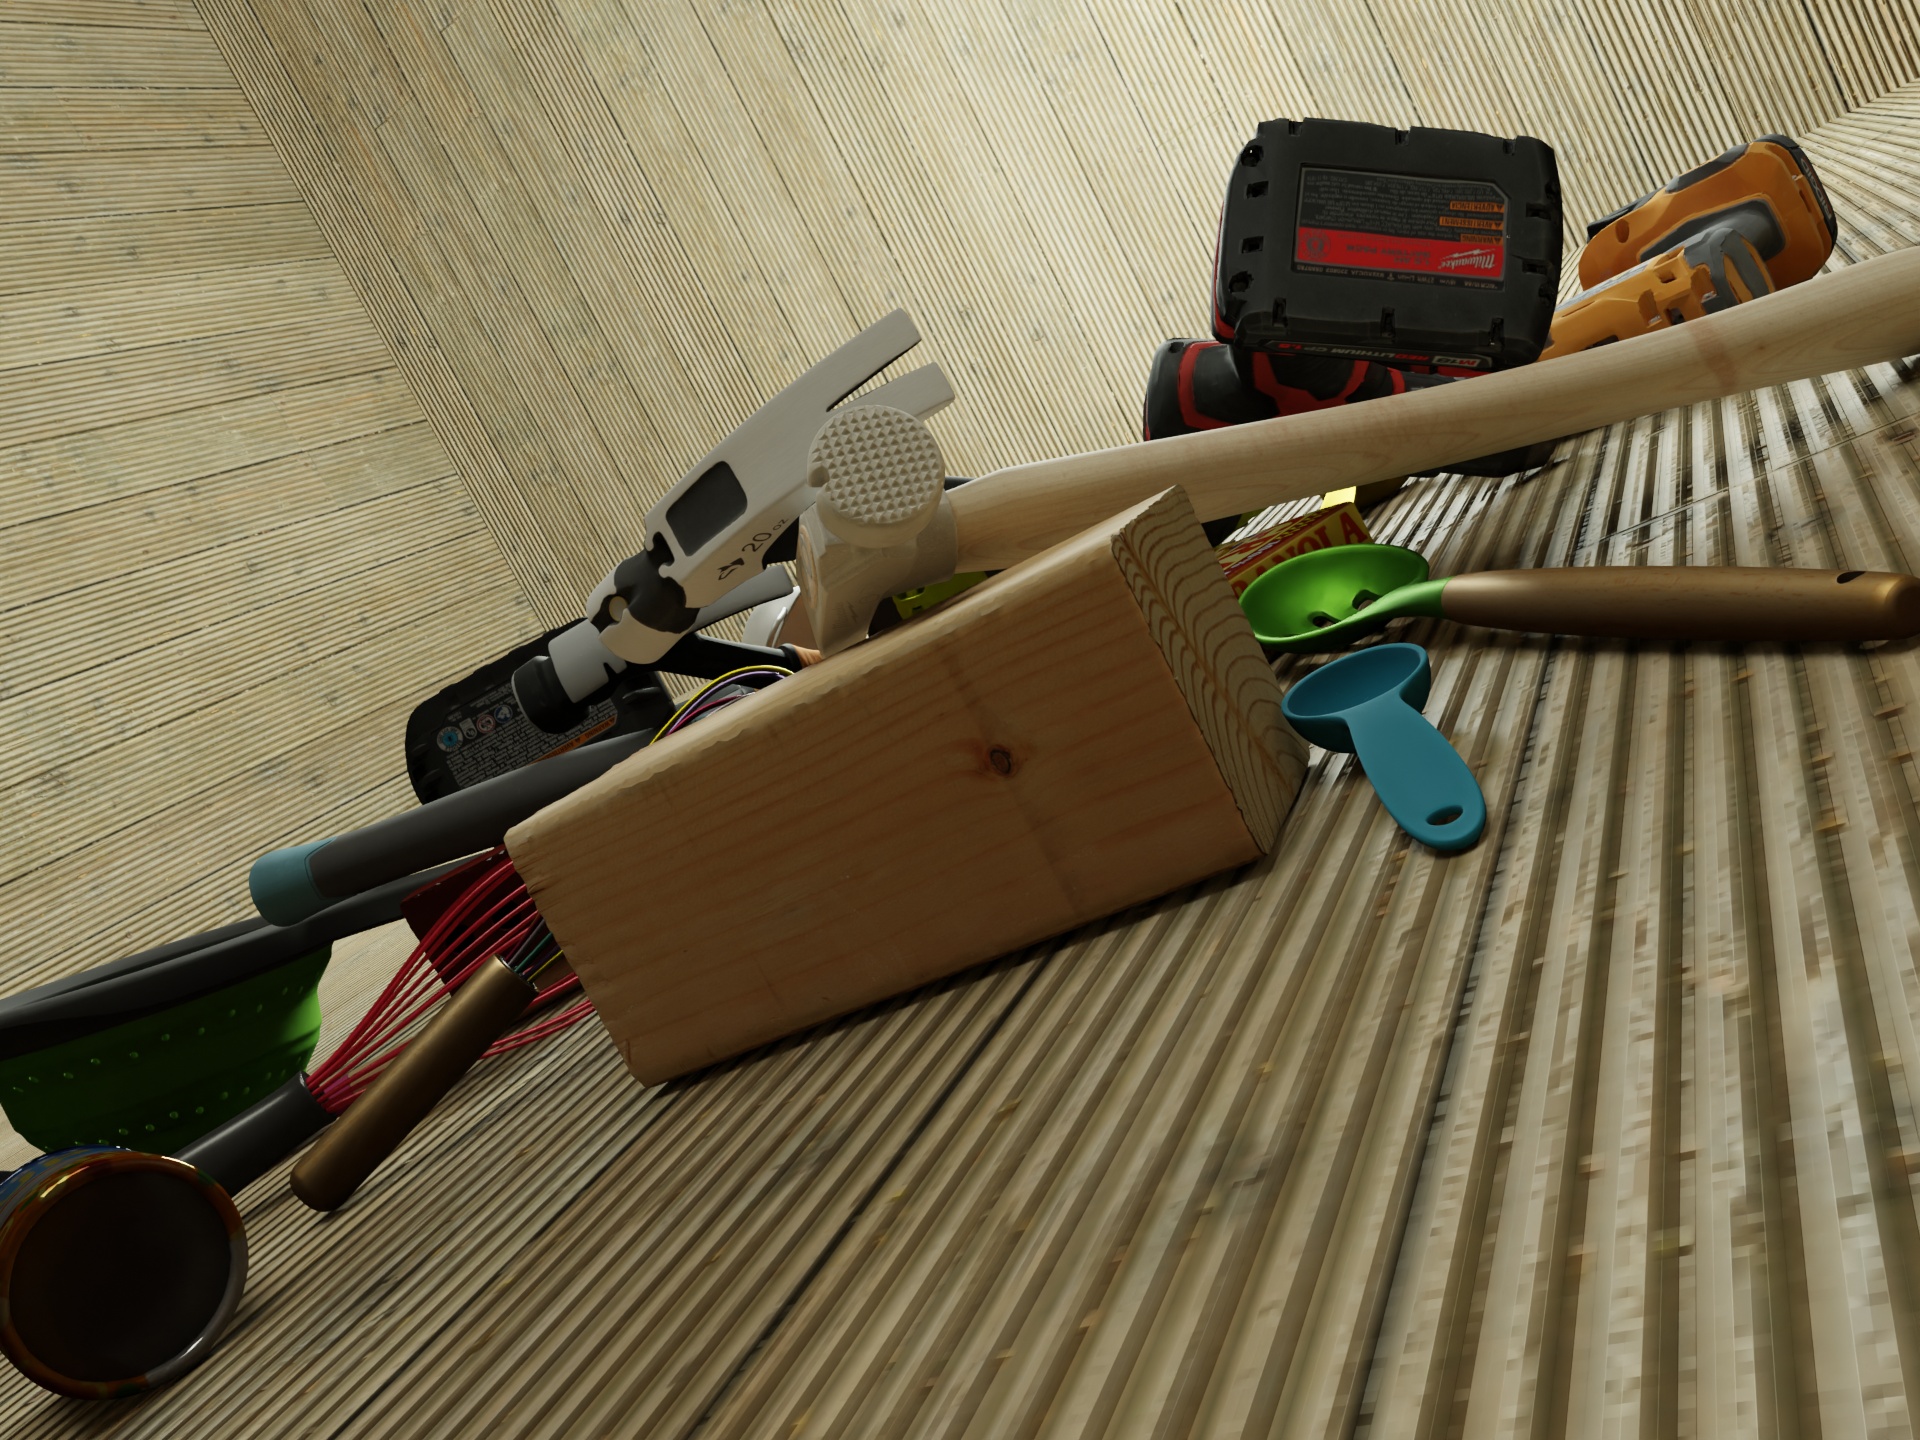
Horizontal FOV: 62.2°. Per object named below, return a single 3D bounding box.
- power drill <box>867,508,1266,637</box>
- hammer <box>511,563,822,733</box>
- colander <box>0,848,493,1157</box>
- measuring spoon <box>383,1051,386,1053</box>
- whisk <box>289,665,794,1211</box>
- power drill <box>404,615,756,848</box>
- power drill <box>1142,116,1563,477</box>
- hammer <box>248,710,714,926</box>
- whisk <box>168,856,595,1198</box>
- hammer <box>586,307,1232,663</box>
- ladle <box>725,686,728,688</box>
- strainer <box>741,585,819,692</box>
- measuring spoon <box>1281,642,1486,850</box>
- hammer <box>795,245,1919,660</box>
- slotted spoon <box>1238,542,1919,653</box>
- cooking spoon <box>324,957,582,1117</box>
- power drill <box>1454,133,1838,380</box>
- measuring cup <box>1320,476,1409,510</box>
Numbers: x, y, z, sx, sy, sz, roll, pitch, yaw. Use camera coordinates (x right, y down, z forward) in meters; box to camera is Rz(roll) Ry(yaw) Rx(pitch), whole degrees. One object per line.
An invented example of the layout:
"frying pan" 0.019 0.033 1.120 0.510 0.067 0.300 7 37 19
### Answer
"power drill" 0.059 -0.109 0.883 0.223 0.080 0.171 -13 11 27
"hammer" -0.070 -0.026 0.781 0.127 0.034 0.336 -29 -13 16
"colander" -0.308 0.136 0.777 0.397 0.094 0.204 -17 3 -3
"measuring spoon" -0.216 0.137 0.727 0.117 0.011 0.021 -25 9 -2
"whisk" -0.138 0.074 0.558 0.245 0.047 0.051 -48 15 -11
"power drill" -0.202 0.017 0.912 0.190 0.080 0.228 -30 -11 -5
"power drill" 0.177 -0.151 0.657 0.188 0.080 0.226 6 -8 3
"hammer" -0.119 0.012 0.647 0.331 0.033 0.128 -20 5 -7
"whisk" -0.230 0.133 0.612 0.296 0.073 0.073 -36 9 -14
"hammer" 0.022 -0.085 0.619 0.146 0.035 0.334 -39 -17 33
"ladle" -0.164 0.025 1.115 0.078 0.062 0.320 -28 10 5
"strainer" -0.071 -0.031 0.925 0.050 0.087 0.258 21 -2 22
"measuring spoon" 0.111 0.011 0.400 0.042 0.021 0.129 -24 17 9
"hammer" 0.146 -0.092 0.534 0.410 0.038 0.146 -14 -16 -12
"slotted spoon" 0.161 -0.035 0.473 0.070 0.031 0.314 -29 9 -8
"cooking spoon" -0.239 0.148 0.692 0.319 0.017 0.069 -29 15 -8
"power drill" 0.344 -0.213 0.833 0.185 0.084 0.226 -22 14 47
"measuring cup" 0.214 -0.115 0.865 0.062 0.029 0.157 -23 21 32
